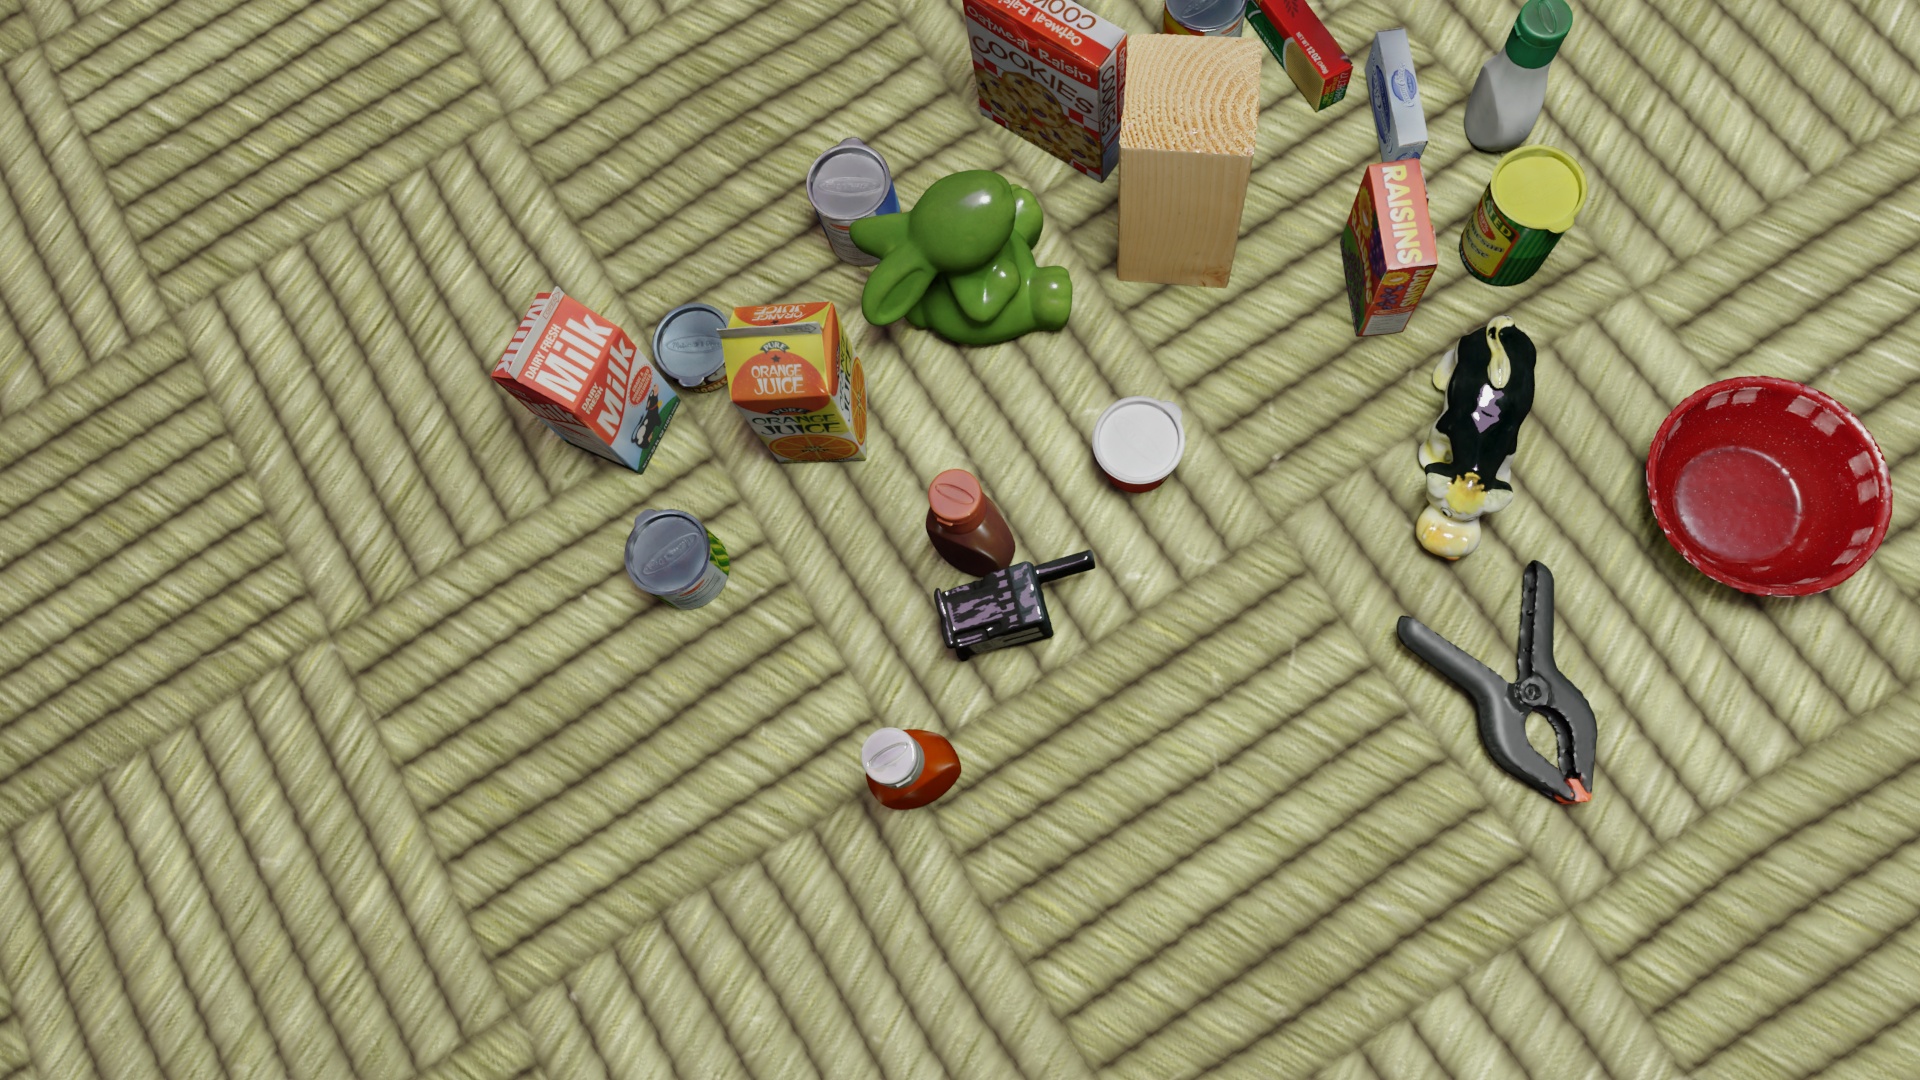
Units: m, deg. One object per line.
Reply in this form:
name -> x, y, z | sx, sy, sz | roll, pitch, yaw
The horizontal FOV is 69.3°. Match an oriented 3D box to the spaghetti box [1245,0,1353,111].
spaghetti box -> 0.240, -0.463, 1.143 | 0.029, 0.050, 0.250 | -29, 74, -2

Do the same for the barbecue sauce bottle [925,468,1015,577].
barbecue sauce bottle -> 0.004, -0.012, 0.996 | 0.065, 0.148, 0.044 | 24, 79, 12

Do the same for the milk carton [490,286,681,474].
milk carton -> -0.281, -0.120, 1.033 | 0.073, 0.190, 0.072 | 23, 79, 11

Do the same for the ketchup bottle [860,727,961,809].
ketchup bottle -> -0.037, 0.156, 0.955 | 0.065, 0.148, 0.043 | -29, 74, -2

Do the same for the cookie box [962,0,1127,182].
cookie box -> 0.067, -0.358, 1.072 | 0.123, 0.167, 0.040 | 34, 82, 13

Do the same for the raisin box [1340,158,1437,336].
raisin box -> 0.317, -0.214, 1.030 | 0.040, 0.123, 0.086 | -6, 75, 5

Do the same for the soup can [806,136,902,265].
soup can -> -0.081, -0.268, 1.107 | 0.071, 0.083, 0.071 | -2, 75, 6

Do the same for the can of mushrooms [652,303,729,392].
can of mushrooms -> -0.211, -0.152, 1.116 | 0.071, 0.033, 0.071 | -1, 75, 6

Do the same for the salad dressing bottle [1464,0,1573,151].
salad dressing bottle -> 0.418, -0.348, 1.042 | 0.044, 0.147, 0.064 | -11, 75, 4

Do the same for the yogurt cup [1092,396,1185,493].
yogurt cup -> 0.134, -0.069, 1.046 | 0.072, 0.054, 0.072 | -1, 75, 6

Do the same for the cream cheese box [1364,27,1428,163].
cream cheese box -> 0.344, -0.345, 1.098 | 0.024, 0.053, 0.104 | -7, 75, 5

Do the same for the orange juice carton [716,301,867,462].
orange juice carton -> -0.119, -0.119, 1.015 | 0.072, 0.192, 0.073 | -2, 75, 6

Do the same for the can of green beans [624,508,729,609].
can of green beans -> -0.215, 0.015, 1.059 | 0.071, 0.057, 0.071 | -1, 75, 6

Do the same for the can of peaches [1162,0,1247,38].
can of peaches -> 0.198, -0.430, 1.134 | 0.071, 0.058, 0.071 | -1, 75, 6

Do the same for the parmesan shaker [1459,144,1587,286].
parmesan shaker -> 0.418, -0.237, 1.036 | 0.071, 0.103, 0.071 | -2, 75, 6
